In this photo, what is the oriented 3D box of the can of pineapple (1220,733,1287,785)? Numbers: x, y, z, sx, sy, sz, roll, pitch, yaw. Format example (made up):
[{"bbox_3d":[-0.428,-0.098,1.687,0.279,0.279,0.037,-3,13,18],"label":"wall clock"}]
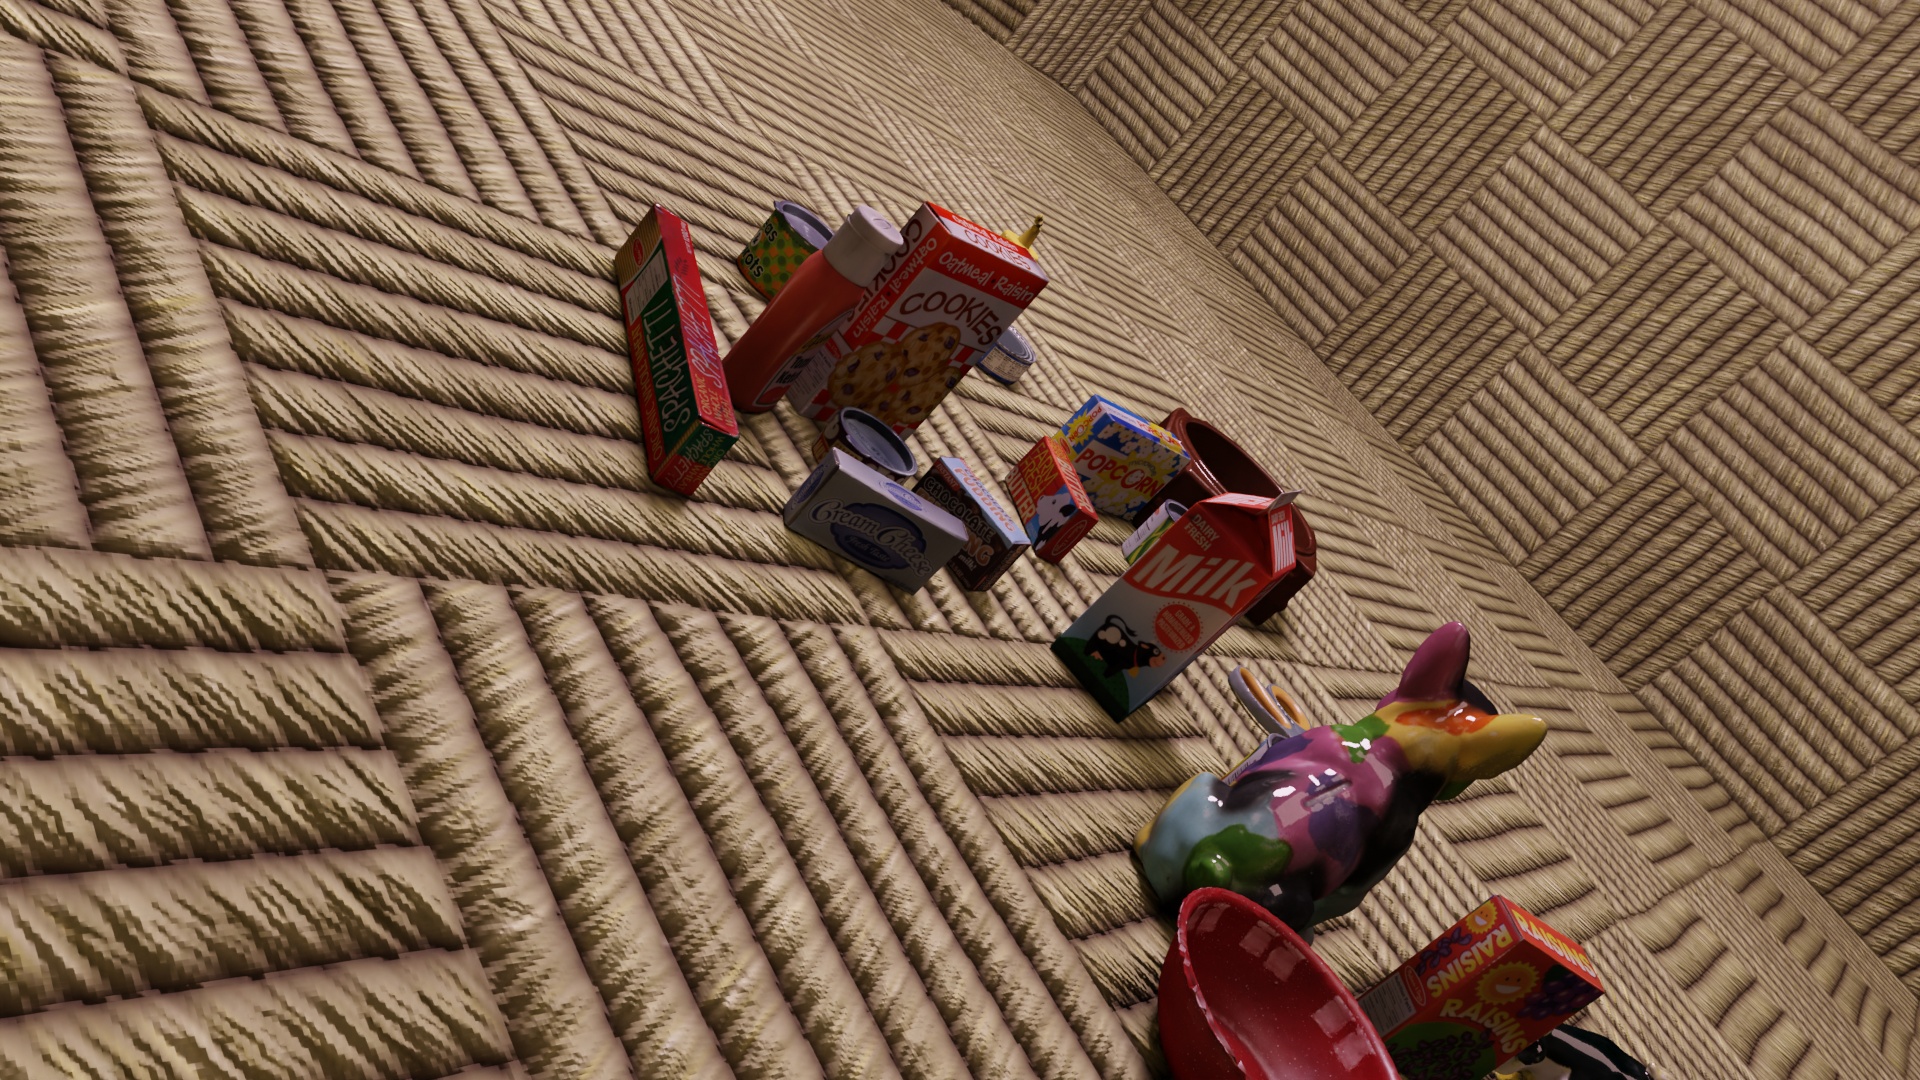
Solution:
[{"bbox_3d":[0.218,0.177,0.961,0.071,0.057,0.071,36,23,-18],"label":"can of pineapple"}]

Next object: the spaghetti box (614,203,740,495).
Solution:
[{"bbox_3d":[-0.176,-0.122,0.841,0.028,0.050,0.251,27,27,-36],"label":"spaghetti box"}]

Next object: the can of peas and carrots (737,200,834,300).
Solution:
[{"bbox_3d":[-0.134,-0.223,1.086,0.071,0.058,0.071,36,23,-18],"label":"can of peas and carrots"}]

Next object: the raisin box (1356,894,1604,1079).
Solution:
[{"bbox_3d":[0.314,0.280,0.850,0.086,0.123,0.040,34,23,-23],"label":"raisin box"}]

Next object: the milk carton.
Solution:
[{"bbox_3d":[0.158,0.032,0.945,0.073,0.190,0.072,49,22,13],"label":"milk carton"}]

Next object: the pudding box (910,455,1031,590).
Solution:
[{"bbox_3d":[0.003,-0.012,0.948,0.084,0.049,0.030,51,23,20],"label":"pudding box"}]

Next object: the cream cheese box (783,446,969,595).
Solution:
[{"bbox_3d":[-0.051,-0.010,0.846,0.103,0.053,0.024,30,25,-30],"label":"cream cheese box"}]

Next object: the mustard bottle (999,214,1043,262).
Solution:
[{"bbox_3d":[0.023,-0.222,1.218,0.065,0.159,0.049,49,22,14],"label":"mustard bottle"}]

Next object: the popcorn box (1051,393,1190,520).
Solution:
[{"bbox_3d":[0.135,-0.073,1.240,0.126,0.085,0.038,19,32,-46],"label":"popcorn box"}]

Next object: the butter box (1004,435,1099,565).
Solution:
[{"bbox_3d":[0.071,-0.033,1.100,0.024,0.053,0.104,29,26,-33],"label":"butter box"}]

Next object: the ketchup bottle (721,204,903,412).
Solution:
[{"bbox_3d":[-0.097,-0.148,0.891,0.043,0.148,0.065,44,21,2],"label":"ketchup bottle"}]

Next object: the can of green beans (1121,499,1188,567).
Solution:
[{"bbox_3d":[0.184,0.008,1.213,0.071,0.057,0.071,36,23,-18],"label":"can of green beans"}]

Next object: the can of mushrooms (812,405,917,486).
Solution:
[{"bbox_3d":[-0.065,-0.056,0.933,0.071,0.033,0.071,36,23,-18],"label":"can of mushrooms"}]

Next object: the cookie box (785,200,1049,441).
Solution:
[{"bbox_3d":[-0.032,-0.150,0.981,0.123,0.167,0.040,10,39,-55],"label":"cookie box"}]
